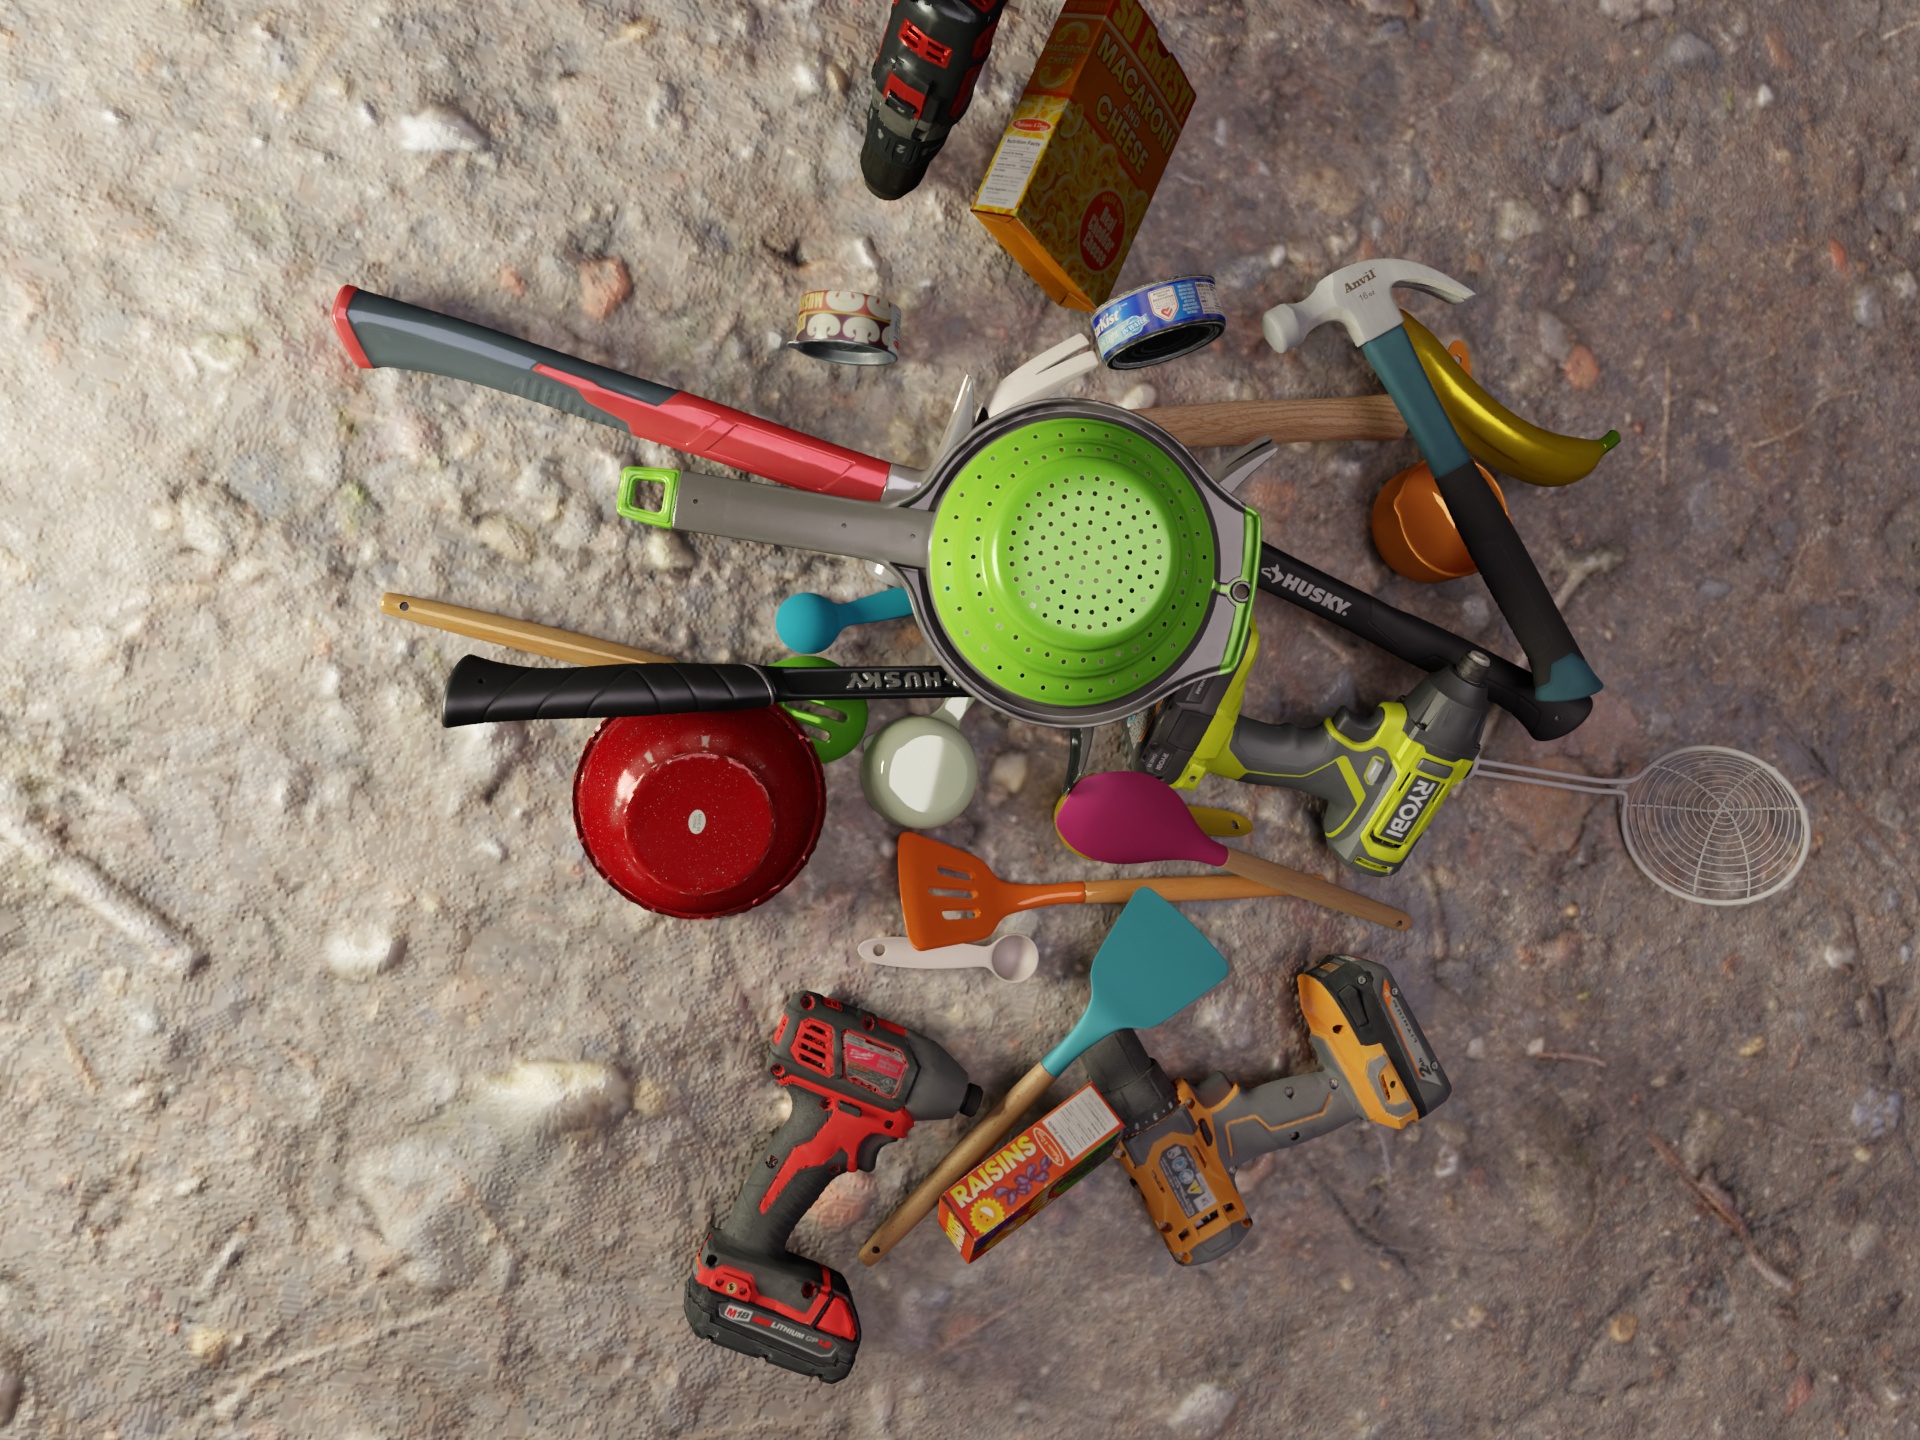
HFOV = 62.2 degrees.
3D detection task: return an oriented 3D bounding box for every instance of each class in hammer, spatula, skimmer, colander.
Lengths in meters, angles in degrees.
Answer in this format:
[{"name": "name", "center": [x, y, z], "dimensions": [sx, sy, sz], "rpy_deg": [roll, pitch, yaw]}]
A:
[{"name": "hammer", "center": [0.334, -0.155, 1.061], "dimensions": [0.128, 0.033, 0.331], "rpy_deg": [-30, 95, -2]}, {"name": "hammer", "center": [-0.104, -0.017, 0.976], "dimensions": [0.408, 0.036, 0.149], "rpy_deg": [-2, 62, -19]}, {"name": "spatula", "center": [0.044, 0.251, 1.068], "dimensions": [0.082, 0.044, 0.317], "rpy_deg": [44, 96, 5]}, {"name": "hammer", "center": [0.293, -0.072, 1.097], "dimensions": [0.334, 0.035, 0.146], "rpy_deg": [24, 113, -12]}, {"name": "skimmer", "center": [0.434, 0.057, 1.154], "dimensions": [0.363, 0.090, 0.127], "rpy_deg": [9, 121, -13]}, {"name": "hammer", "center": [0.163, -0.201, 1.071], "dimensions": [0.331, 0.130, 0.031], "rpy_deg": [-7, 52, -22]}, {"name": "spatula", "center": [0.109, 0.116, 1.094], "dimensions": [0.322, 0.041, 0.081], "rpy_deg": [0, 68, -17]}, {"name": "hammer", "center": [-0.184, -0.205, 0.982], "dimensions": [0.386, 0.038, 0.143], "rpy_deg": [17, 109, -13]}, {"name": "colander", "center": [-0.011, -0.109, 0.943], "dimensions": [0.397, 0.094, 0.204], "rpy_deg": [9, 91, -2]}]

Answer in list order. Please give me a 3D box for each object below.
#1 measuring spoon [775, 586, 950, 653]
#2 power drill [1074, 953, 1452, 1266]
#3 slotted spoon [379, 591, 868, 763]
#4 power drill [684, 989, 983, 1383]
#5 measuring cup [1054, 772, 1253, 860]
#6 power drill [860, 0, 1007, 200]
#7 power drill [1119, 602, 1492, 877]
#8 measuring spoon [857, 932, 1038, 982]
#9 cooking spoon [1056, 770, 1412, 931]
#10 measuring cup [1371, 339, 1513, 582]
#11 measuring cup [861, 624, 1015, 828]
[{"name": "measuring spoon", "center": [-0.058, -0.076, 1.043], "dimensions": [0.128, 0.021, 0.042], "rpy_deg": [-15, 77, -17]}, {"name": "power drill", "center": [0.202, 0.245, 1.109], "dimensions": [0.226, 0.084, 0.185], "rpy_deg": [-29, 92, -7]}, {"name": "slotted spoon", "center": [-0.206, -0.035, 1.008], "dimensions": [0.313, 0.031, 0.070], "rpy_deg": [14, 85, -14]}, {"name": "power drill", "center": [-0.082, 0.299, 1.031], "dimensions": [0.143, 0.078, 0.220], "rpy_deg": [22, 84, -7]}, {"name": "measuring cup", "center": [0.134, 0.073, 1.105], "dimensions": [0.156, 0.029, 0.062], "rpy_deg": [6, 56, -27]}, {"name": "power drill", "center": [0.013, -0.442, 0.987], "dimensions": [0.080, 0.188, 0.227], "rpy_deg": [32, 67, -4]}, {"name": "power drill", "center": [0.237, 0.001, 1.076], "dimensions": [0.223, 0.080, 0.171], "rpy_deg": [18, 117, -13]}, {"name": "measuring spoon", "center": [-0.009, 0.158, 1.081], "dimensions": [0.124, 0.018, 0.034], "rpy_deg": [5, 92, -9]}, {"name": "cooking spoon", "center": [0.198, 0.100, 1.092], "dimensions": [0.318, 0.017, 0.068], "rpy_deg": [20, 109, -29]}, {"name": "measuring cup", "center": [0.341, -0.182, 1.138], "dimensions": [0.095, 0.052, 0.174], "rpy_deg": [8, 80, -15]}, {"name": "measuring cup", "center": [-0.002, -0.003, 1.058], "dimensions": [0.083, 0.038, 0.167], "rpy_deg": [33, 84, -14]}]
